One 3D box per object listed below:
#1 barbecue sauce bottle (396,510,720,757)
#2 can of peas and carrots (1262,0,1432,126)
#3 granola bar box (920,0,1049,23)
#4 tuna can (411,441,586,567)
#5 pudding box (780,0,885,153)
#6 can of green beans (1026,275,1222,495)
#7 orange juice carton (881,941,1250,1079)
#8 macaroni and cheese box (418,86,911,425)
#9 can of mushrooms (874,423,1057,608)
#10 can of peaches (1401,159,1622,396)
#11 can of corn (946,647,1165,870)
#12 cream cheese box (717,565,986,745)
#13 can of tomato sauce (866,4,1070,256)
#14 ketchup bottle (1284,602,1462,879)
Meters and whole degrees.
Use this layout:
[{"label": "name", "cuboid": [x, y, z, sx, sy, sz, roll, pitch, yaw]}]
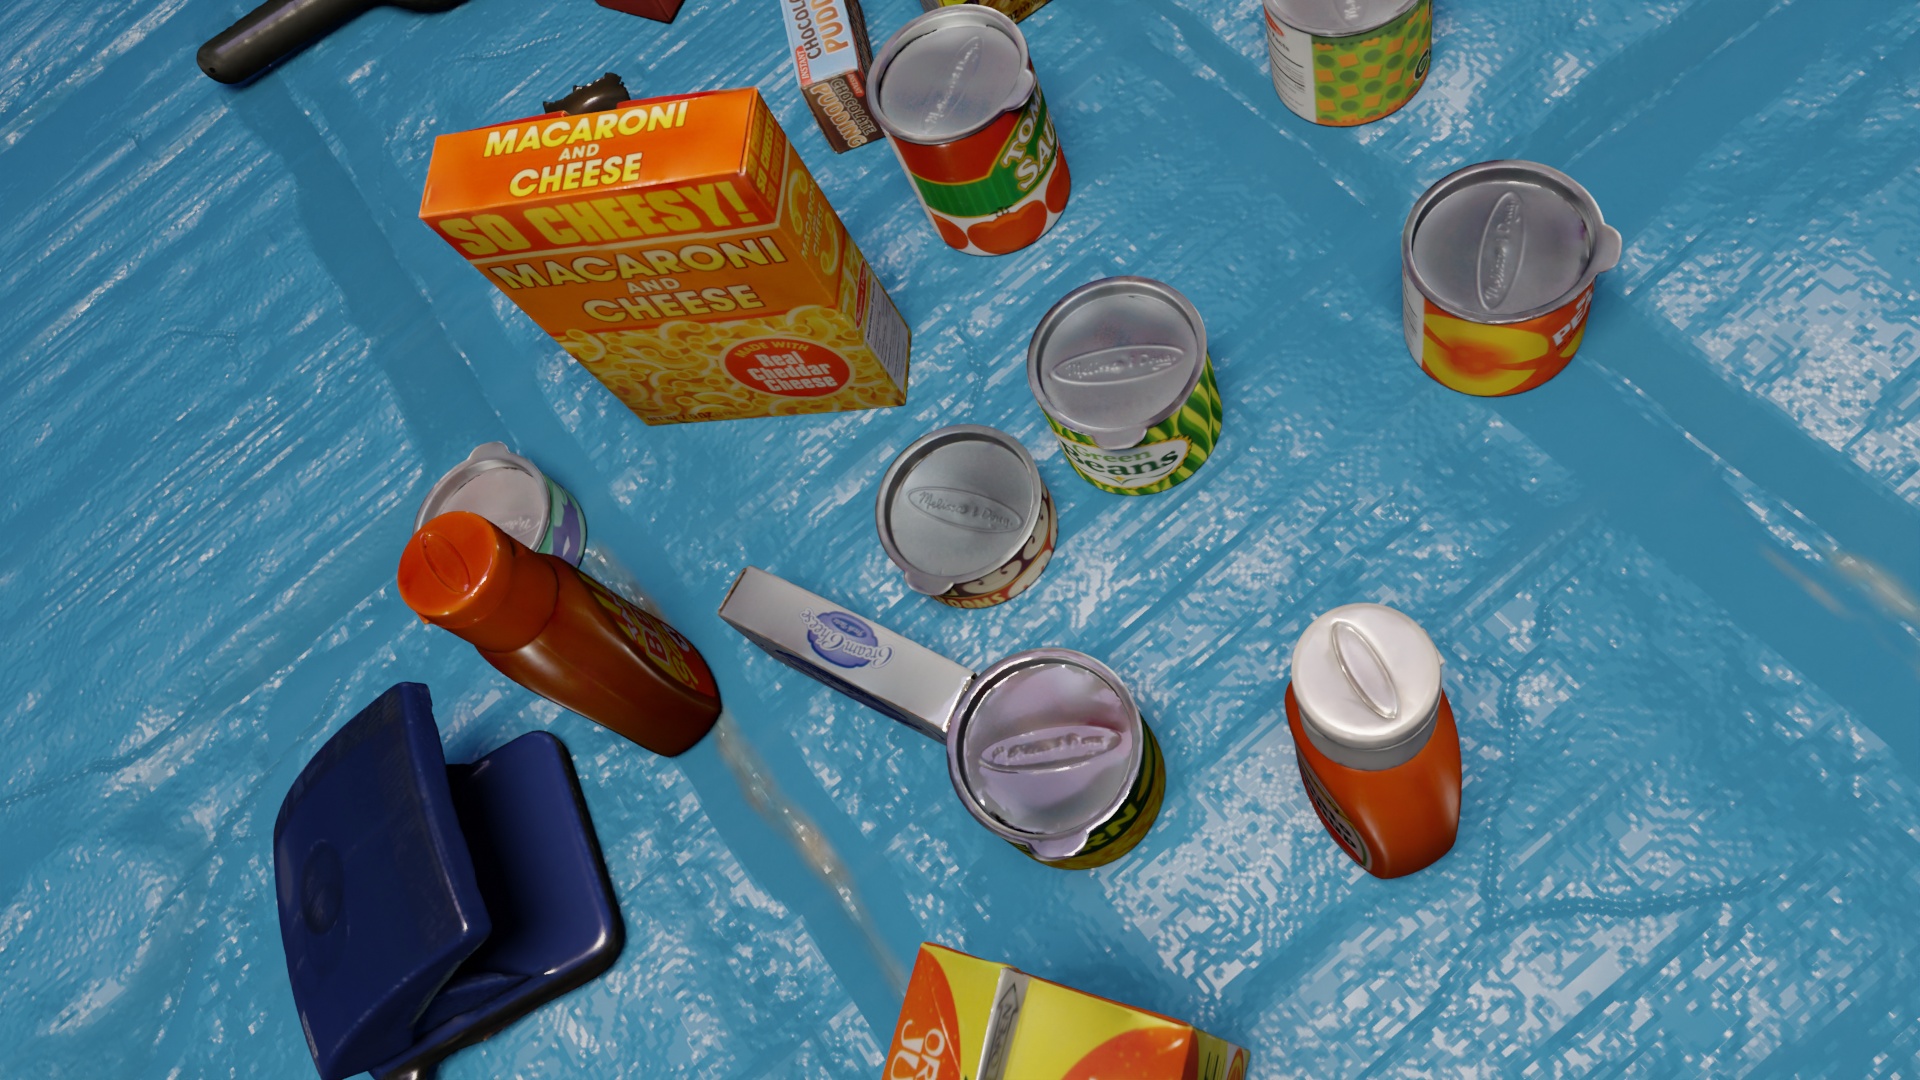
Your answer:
[{"label": "barbecue sauce bottle", "cuboid": [-0.142, 0.034, 0.501, 0.044, 0.148, 0.065, -43, 63, -3]}, {"label": "can of peas and carrots", "cuboid": [0.160, -0.213, 0.564, 0.071, 0.058, 0.071, -6, 67, 15]}, {"label": "granola bar box", "cuboid": [0.044, -0.305, 0.601, 0.165, 0.124, 0.039, -34, 63, 1]}, {"label": "tuna can", "cuboid": [-0.198, -0.004, 0.599, 0.071, 0.032, 0.071, -6, 66, 15]}, {"label": "pudding box", "cuboid": [-0.060, -0.229, 0.643, 0.030, 0.049, 0.084, -17, 64, 10]}, {"label": "can of green beans", "cuboid": [0.064, -0.057, 0.528, 0.071, 0.057, 0.071, -6, 67, 15]}, {"label": "orange juice carton", "cuboid": [0.027, 0.158, 0.372, 0.073, 0.192, 0.072, 11, 72, 21]}, {"label": "macaroni and cheese box", "cuboid": [-0.104, -0.101, 0.536, 0.124, 0.166, 0.040, -3, 68, 16]}, {"label": "can of mushrooms", "cuboid": [0.002, -0.007, 0.539, 0.071, 0.033, 0.071, -6, 66, 15]}, {"label": "can of peaches", "cuboid": [0.196, -0.093, 0.502, 0.071, 0.058, 0.071, -6, 67, 15]}, {"label": "can of corn", "cuboid": [0.035, 0.079, 0.479, 0.071, 0.058, 0.071, -6, 67, 15]}, {"label": "cream cheese box", "cuboid": [-0.035, 0.046, 0.517, 0.104, 0.053, 0.024, 24, 77, 24]}, {"label": "can of tomato sauce", "cuboid": [0.008, -0.168, 0.577, 0.071, 0.083, 0.071, -6, 67, 15]}, {"label": "ketchup bottle", "cuboid": [0.121, 0.058, 0.410, 0.043, 0.148, 0.065, -28, 63, 5]}]
